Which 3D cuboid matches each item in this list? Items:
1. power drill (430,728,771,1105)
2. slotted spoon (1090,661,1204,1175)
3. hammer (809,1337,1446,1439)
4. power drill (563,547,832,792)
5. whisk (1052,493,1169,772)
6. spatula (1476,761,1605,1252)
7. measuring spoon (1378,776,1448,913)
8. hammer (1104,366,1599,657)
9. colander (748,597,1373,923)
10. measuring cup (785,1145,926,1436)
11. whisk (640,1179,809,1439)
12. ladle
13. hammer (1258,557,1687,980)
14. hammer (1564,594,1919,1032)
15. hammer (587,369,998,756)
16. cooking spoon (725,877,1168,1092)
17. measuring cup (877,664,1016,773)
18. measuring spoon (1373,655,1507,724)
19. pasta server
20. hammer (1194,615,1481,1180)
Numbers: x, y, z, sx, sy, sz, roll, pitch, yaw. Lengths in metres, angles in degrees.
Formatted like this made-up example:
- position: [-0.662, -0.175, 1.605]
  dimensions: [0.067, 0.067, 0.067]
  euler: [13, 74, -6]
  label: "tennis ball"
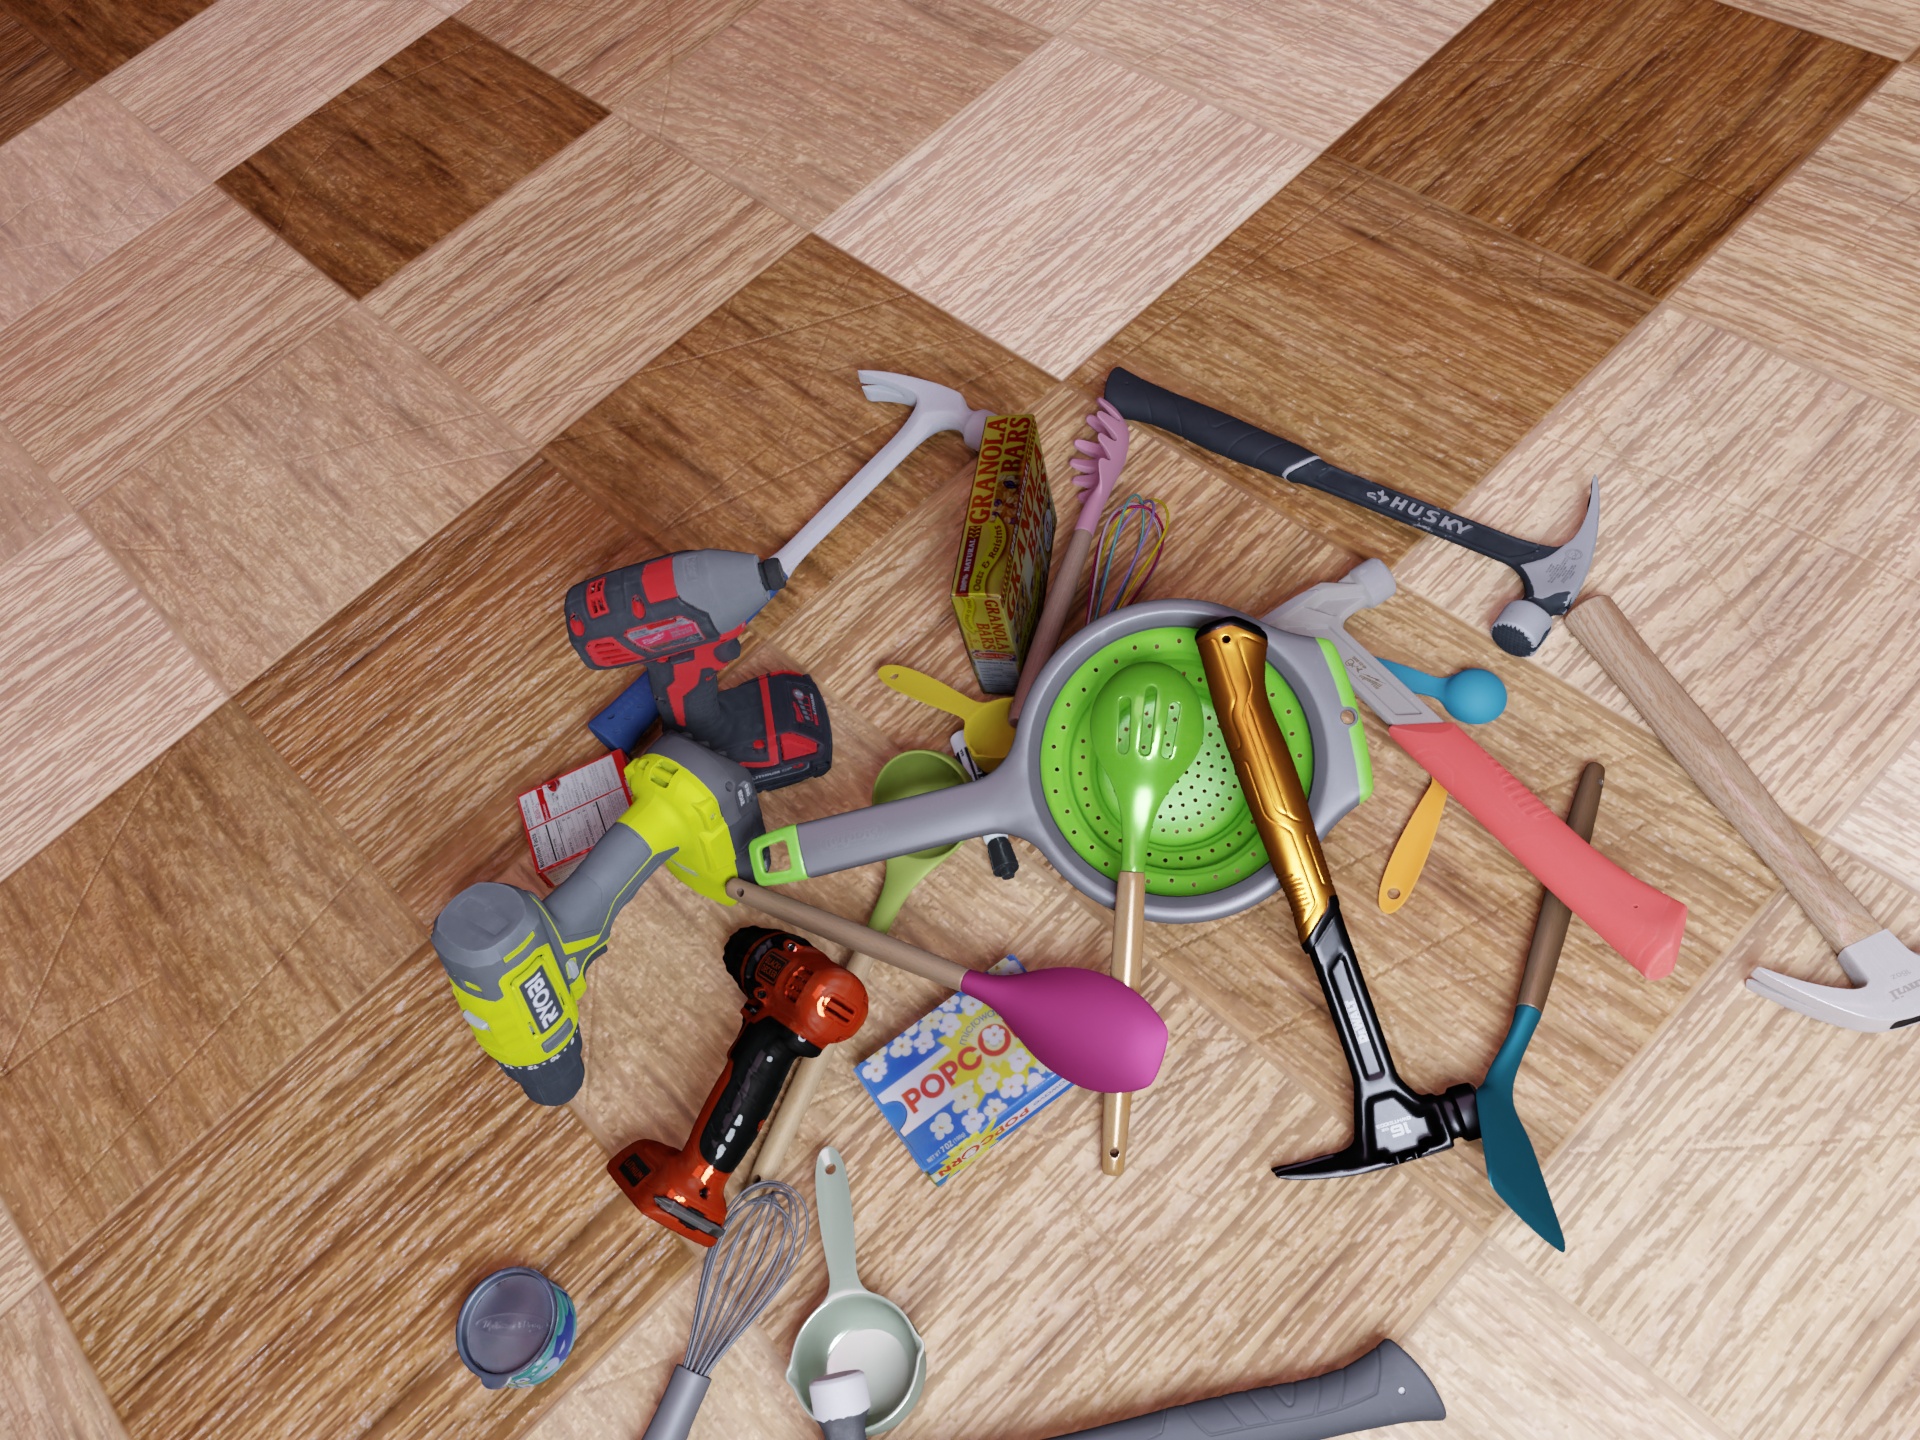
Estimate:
- position: [-0.229, 0.133, 1.047]
  dimensions: [0.080, 0.190, 0.228]
  euler: [25, 53, 27]
  label: "power drill"
- position: [0.105, 0.118, 0.970]
  dimensions: [0.070, 0.031, 0.314]
  euler: [4, 86, 5]
  label: "slotted spoon"
- position: [0.093, 0.396, 0.853]
  dimensions: [0.335, 0.035, 0.146]
  euler: [-12, 75, 0]
  label: "hammer"
- position: [-0.166, -0.036, 1.097]
  dimensions: [0.143, 0.219, 0.079]
  euler: [-16, 56, 4]
  label: "power drill"
- position: [0.102, -0.066, 1.158]
  dimensions: [0.047, 0.051, 0.245]
  euler: [15, 66, 16]
  label: "whisk"
- position: [0.356, 0.152, 0.950]
  dimensions: [0.044, 0.082, 0.318]
  euler: [-13, 42, 50]
  label: "spatula"
- position: [0.299, 0.077, 1.037]
  dimensions: [0.021, 0.011, 0.117]
  euler: [20, 69, 24]
  label: "measuring spoon"
- position: [0.278, -0.187, 1.196]
  dimensions: [0.409, 0.036, 0.149]
  euler: [30, 68, 29]
  label: "hammer"
- position: [0.061, 0.048, 1.043]
  dimensions: [0.397, 0.094, 0.204]
  euler: [-14, 83, 5]
  label: "colander"
- position: [-0.064, 0.337, 0.944]
  dimensions: [0.083, 0.038, 0.168]
  euler: [-15, 54, 4]
  label: "measuring cup"
- position: [-0.154, 0.385, 0.933]
  dimensions: [0.055, 0.055, 0.239]
  euler: [16, 68, 23]
  label: "whisk"
- position: [-0.072, 0.162, 1.048]
  dimensions: [0.078, 0.062, 0.320]
  euler: [15, 65, 22]
  label: "ladle"
- position: [0.310, 0.033, 1.013]
  dimensions: [0.149, 0.036, 0.359]
  euler: [-33, 48, -4]
  label: "hammer"
- position: [0.484, 0.047, 0.995]
  dimensions: [0.130, 0.031, 0.332]
  euler: [-24, 55, -2]
  label: "hammer"
- position: [-0.142, -0.130, 1.264]
  dimensions: [0.144, 0.035, 0.405]
  euler: [33, 71, 29]
  label: "hammer"
- position: [-0.019, 0.156, 1.002]
  dimensions: [0.319, 0.017, 0.069]
  euler: [18, 90, 26]
  label: "cooking spoon"
- position: [-0.002, -0.004, 1.136]
  dimensions: [0.157, 0.029, 0.062]
  euler: [26, 60, 39]
  label: "measuring cup"
- position: [0.311, -0.032, 1.094]
  dimensions: [0.129, 0.021, 0.042]
  euler: [18, 64, 23]
  label: "measuring spoon"
- position: [0.077, -0.121, 1.174]
  dimensions: [0.040, 0.060, 0.316]
  euler: [24, 54, -5]
  label: "pasta server"
- position: [0.199, 0.100, 0.951]
  dimensions: [0.127, 0.034, 0.337]
  euler: [-17, 80, 4]
  label: "hammer"
